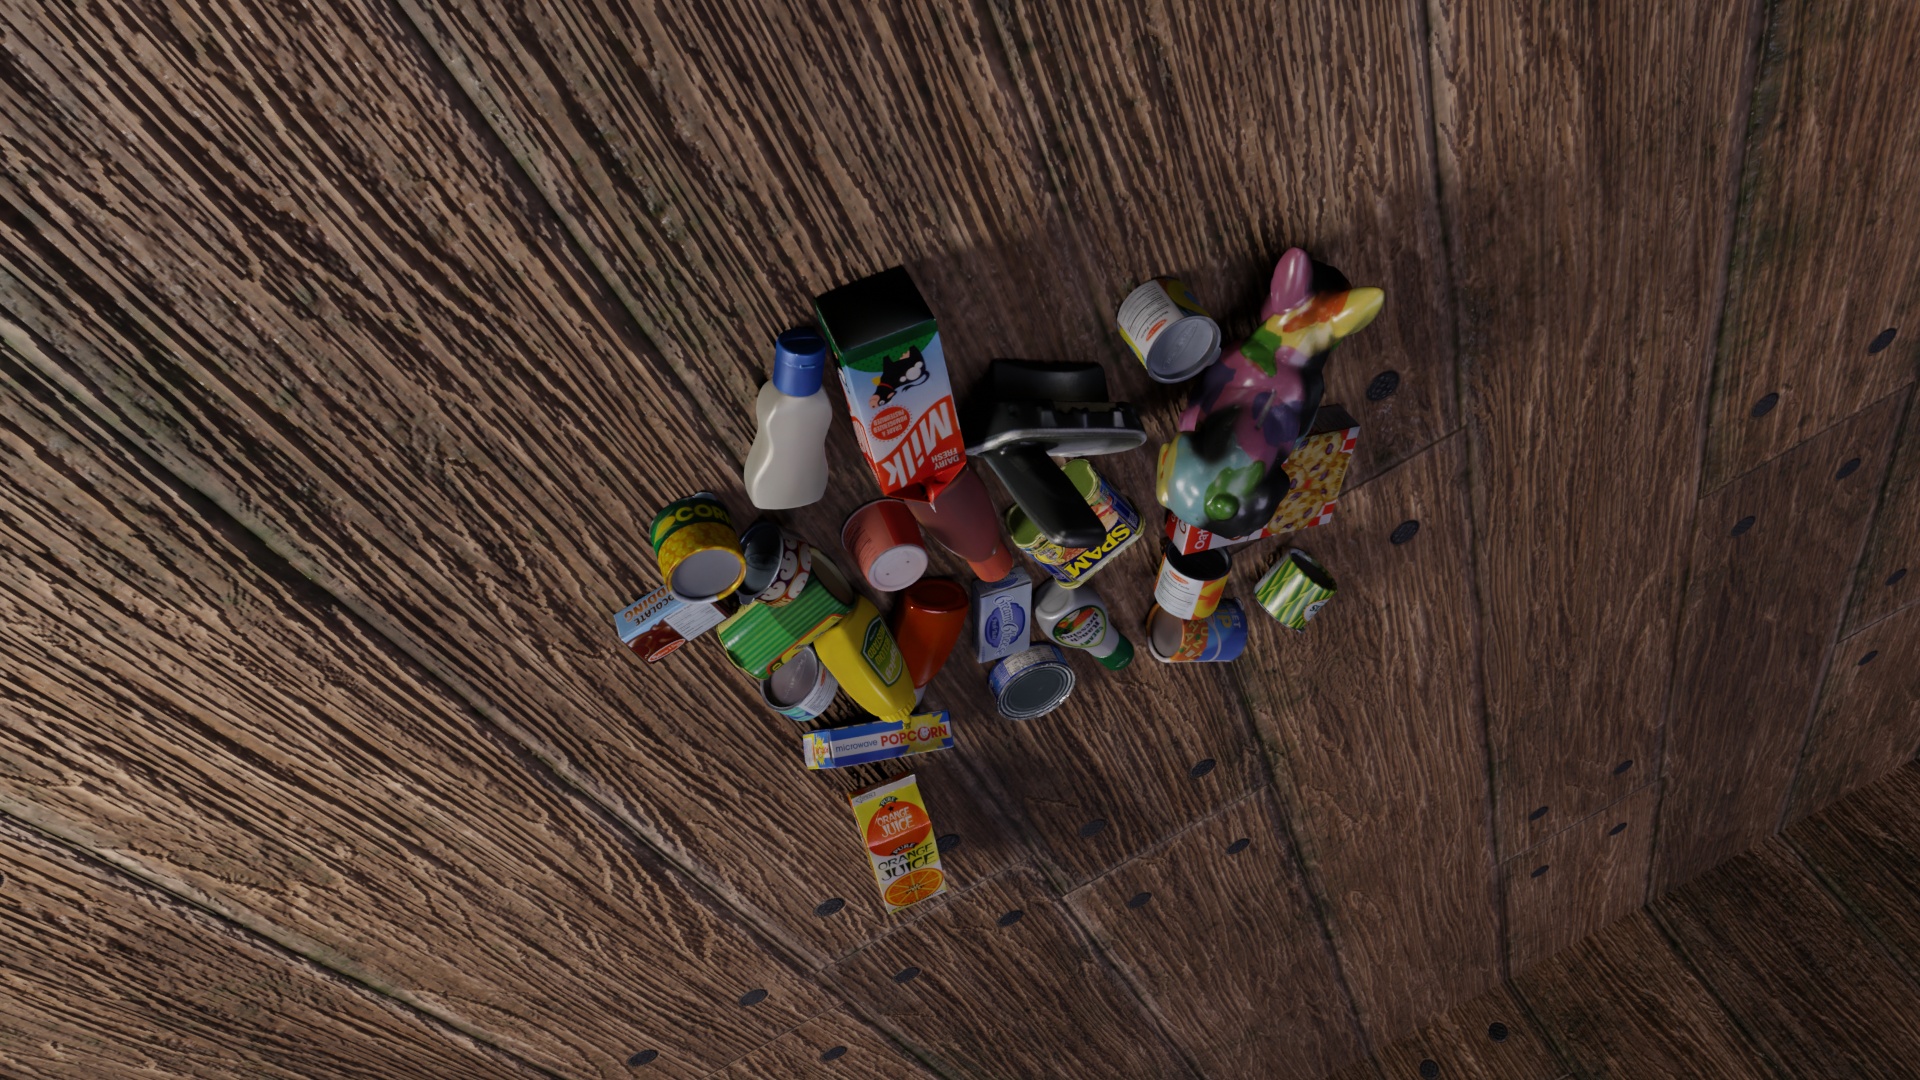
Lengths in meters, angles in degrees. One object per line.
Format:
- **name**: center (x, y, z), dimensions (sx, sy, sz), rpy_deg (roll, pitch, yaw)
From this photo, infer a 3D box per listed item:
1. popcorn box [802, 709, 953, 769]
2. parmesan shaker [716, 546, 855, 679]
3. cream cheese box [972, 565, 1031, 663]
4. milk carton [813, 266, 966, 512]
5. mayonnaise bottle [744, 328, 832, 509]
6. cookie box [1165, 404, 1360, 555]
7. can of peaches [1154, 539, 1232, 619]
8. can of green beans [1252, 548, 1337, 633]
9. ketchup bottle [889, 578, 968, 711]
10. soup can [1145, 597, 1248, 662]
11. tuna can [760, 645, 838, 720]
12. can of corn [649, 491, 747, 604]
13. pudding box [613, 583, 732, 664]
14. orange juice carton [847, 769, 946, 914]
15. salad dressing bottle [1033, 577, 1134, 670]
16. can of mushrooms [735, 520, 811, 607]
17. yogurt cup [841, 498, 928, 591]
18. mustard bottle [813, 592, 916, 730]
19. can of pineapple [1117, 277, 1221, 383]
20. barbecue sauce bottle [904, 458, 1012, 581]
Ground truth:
- **popcorn box**: center (-0.080, 0.194, 1.348), dimensions (0.127, 0.038, 0.085), rpy_deg (-6, 172, -24)
- **parmesan shaker**: center (-0.148, 0.063, 1.179), dimensions (0.103, 0.071, 0.071), rpy_deg (-39, 139, 13)
- **cream cheese box**: center (0.039, 0.073, 1.331), dimensions (0.053, 0.024, 0.103), rpy_deg (-16, 138, -14)
- **milk carton**: center (-0.048, -0.105, 1.060), dimensions (0.073, 0.072, 0.189), rpy_deg (-22, 140, -8)
- **mayonnaise bottle**: center (-0.128, -0.091, 1.056), dimensions (0.065, 0.041, 0.147), rpy_deg (-9, 135, -23)
- **cookie box**: center (0.284, -0.058, 1.319), dimensions (0.168, 0.040, 0.122), rpy_deg (-12, 135, -19)
- **can of peaches**: center (0.230, 0.035, 1.366), dimensions (0.071, 0.071, 0.057), rpy_deg (-10, 136, -20)
- **can of green beans**: center (0.349, 0.050, 1.448), dimensions (0.071, 0.071, 0.057), rpy_deg (15, 123, -39)
- **ketchup bottle**: center (-0.039, 0.102, 1.302), dimensions (0.065, 0.044, 0.148), rpy_deg (0, 133, -21)
- **soup can**: center (0.244, 0.090, 1.432), dimensions (0.084, 0.071, 0.071), rpy_deg (2, 131, -30)
- **tuna can**: center (-0.147, 0.127, 1.254), dimensions (0.071, 0.071, 0.032), rpy_deg (-38, 140, 12)
- **can of corn**: center (-0.206, 0.007, 1.098), dimensions (0.071, 0.058, 0.070), rpy_deg (-16, 139, -14)
- **pudding box**: center (-0.241, 0.063, 1.160), dimensions (0.083, 0.030, 0.049), rpy_deg (-32, 141, 4)
- **orange juice carton**: center (-0.069, 0.313, 1.484), dimensions (0.072, 0.073, 0.191), rpy_deg (-20, 139, -10)
- **salad dressing bottle**: center (0.126, 0.086, 1.378), dimensions (0.064, 0.044, 0.147), rpy_deg (-38, 139, 10)
- **can of mushrooms**: center (-0.156, 0.022, 1.134), dimensions (0.033, 0.071, 0.071), rpy_deg (23, 119, -44)
- **yogurt cup**: center (-0.062, 0.006, 1.182), dimensions (0.072, 0.054, 0.072), rpy_deg (-15, 137, -15)
- **mustard bottle**: center (-0.077, 0.118, 1.258), dimensions (0.049, 0.066, 0.159), rpy_deg (-7, 131, 30)
- **can of pineapple**: center (0.169, -0.170, 1.124), dimensions (0.071, 0.058, 0.070), rpy_deg (-16, 138, -14)
- **barbecue sauce bottle**: center (0.004, -0.015, 1.205), dimensions (0.065, 0.044, 0.148), rpy_deg (-31, 140, 3)
